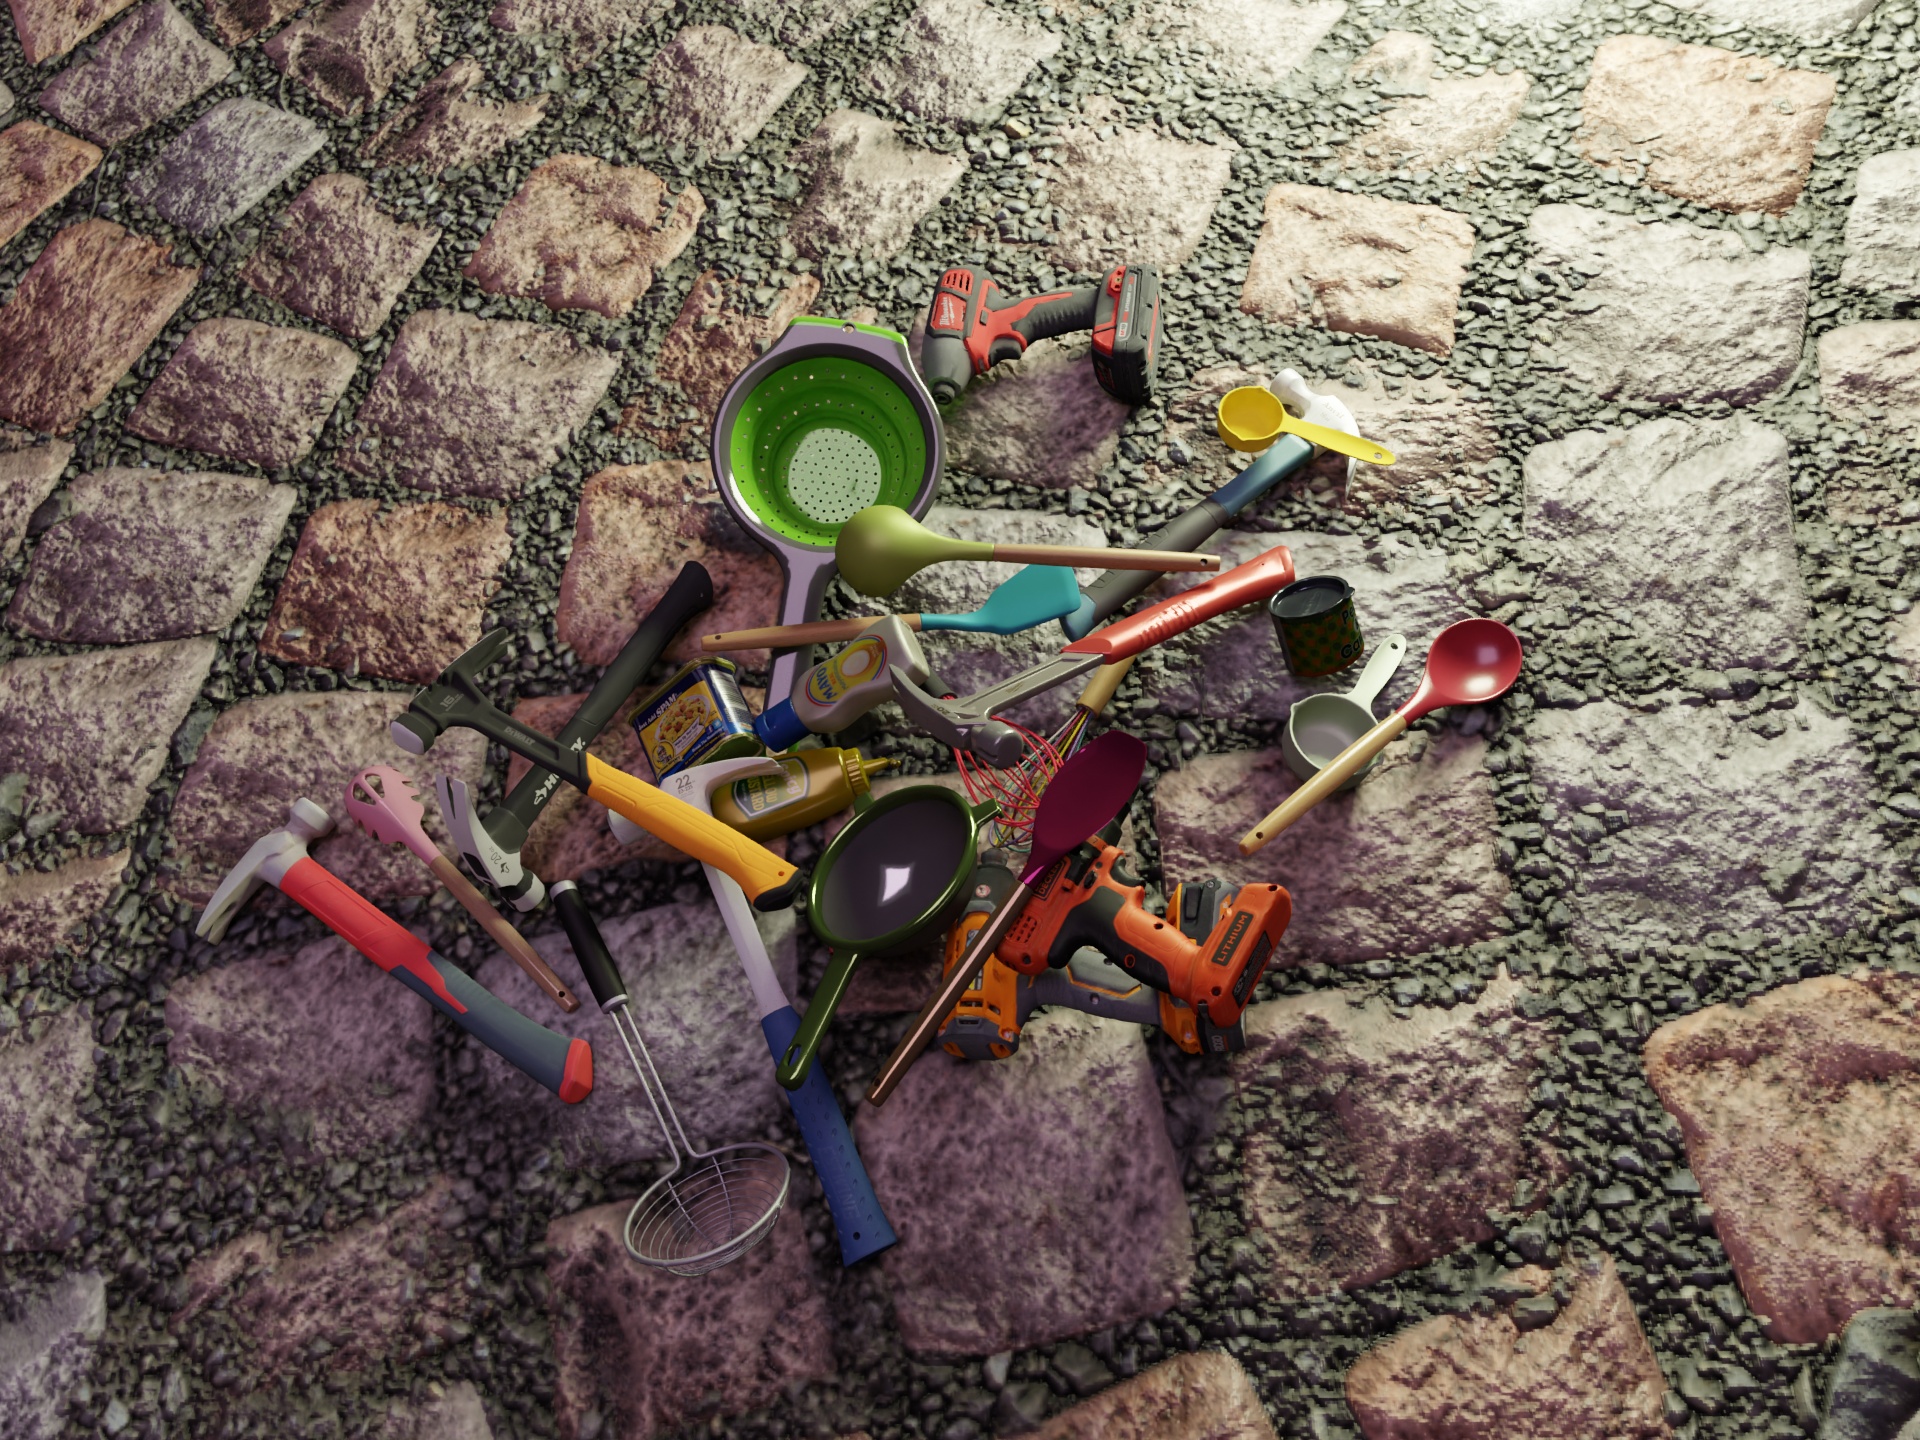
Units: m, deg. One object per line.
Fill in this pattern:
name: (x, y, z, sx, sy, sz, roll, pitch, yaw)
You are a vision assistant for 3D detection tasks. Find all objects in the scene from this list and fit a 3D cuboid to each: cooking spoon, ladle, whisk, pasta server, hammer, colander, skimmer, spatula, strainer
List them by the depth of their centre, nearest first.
cooking spoon: (0.031, 0.138, 1.126, 0.069, 0.017, 0.319, 27, 76, 44)
strainer: (-0.059, 0.168, 1.182, 0.151, 0.069, 0.256, 0, 53, 41)
skimmer: (-0.244, 0.254, 1.209, 0.127, 0.090, 0.364, -25, 59, -14)
hammer: (-0.140, 0.211, 1.215, 0.144, 0.035, 0.406, -27, 69, 3)
ladle: (0.323, 0.014, 1.226, 0.315, 0.031, 0.069, -34, 70, -26)
hammer: (-0.267, 0.047, 1.235, 0.337, 0.034, 0.127, 28, 52, 10)
hammer: (0.124, -0.068, 1.278, 0.359, 0.036, 0.149, -25, 37, -26)
whisk: (-0.002, -0.004, 1.287, 0.073, 0.073, 0.296, -35, 44, -8)
hammer: (-0.459, 0.211, 1.303, 0.386, 0.038, 0.143, 29, 73, 23)
whisk: (0.095, 0.009, 1.304, 0.051, 0.047, 0.245, 25, 67, 22)
ladle: (0.054, -0.136, 1.324, 0.320, 0.062, 0.078, 3, 84, 2)
spatula: (-0.060, -0.089, 1.338, 0.317, 0.044, 0.082, -7, 47, -8)
pasta server: (-0.423, 0.139, 1.342, 0.316, 0.040, 0.060, 40, 76, 21)
hammer: (-0.313, -0.010, 1.352, 0.035, 0.146, 0.335, 14, 57, 31)
hammer: (0.212, -0.176, 1.376, 0.331, 0.033, 0.128, -38, 63, -13)
colander: (-0.130, -0.151, 1.409, 0.204, 0.094, 0.397, 9, 82, -3)

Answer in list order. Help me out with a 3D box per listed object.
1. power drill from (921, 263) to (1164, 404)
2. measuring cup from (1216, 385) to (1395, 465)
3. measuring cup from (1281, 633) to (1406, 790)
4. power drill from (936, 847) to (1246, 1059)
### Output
power drill: (0.072, -0.355, 1.480, 0.220, 0.078, 0.143, 4, 64, 15)
measuring cup: (0.296, -0.242, 1.372, 0.156, 0.029, 0.062, 20, 64, 6)
measuring cup: (0.316, -0.009, 1.280, 0.083, 0.038, 0.168, 33, 56, 12)
power drill: (0.099, 0.172, 1.198, 0.226, 0.084, 0.164, -2, 61, 13)
